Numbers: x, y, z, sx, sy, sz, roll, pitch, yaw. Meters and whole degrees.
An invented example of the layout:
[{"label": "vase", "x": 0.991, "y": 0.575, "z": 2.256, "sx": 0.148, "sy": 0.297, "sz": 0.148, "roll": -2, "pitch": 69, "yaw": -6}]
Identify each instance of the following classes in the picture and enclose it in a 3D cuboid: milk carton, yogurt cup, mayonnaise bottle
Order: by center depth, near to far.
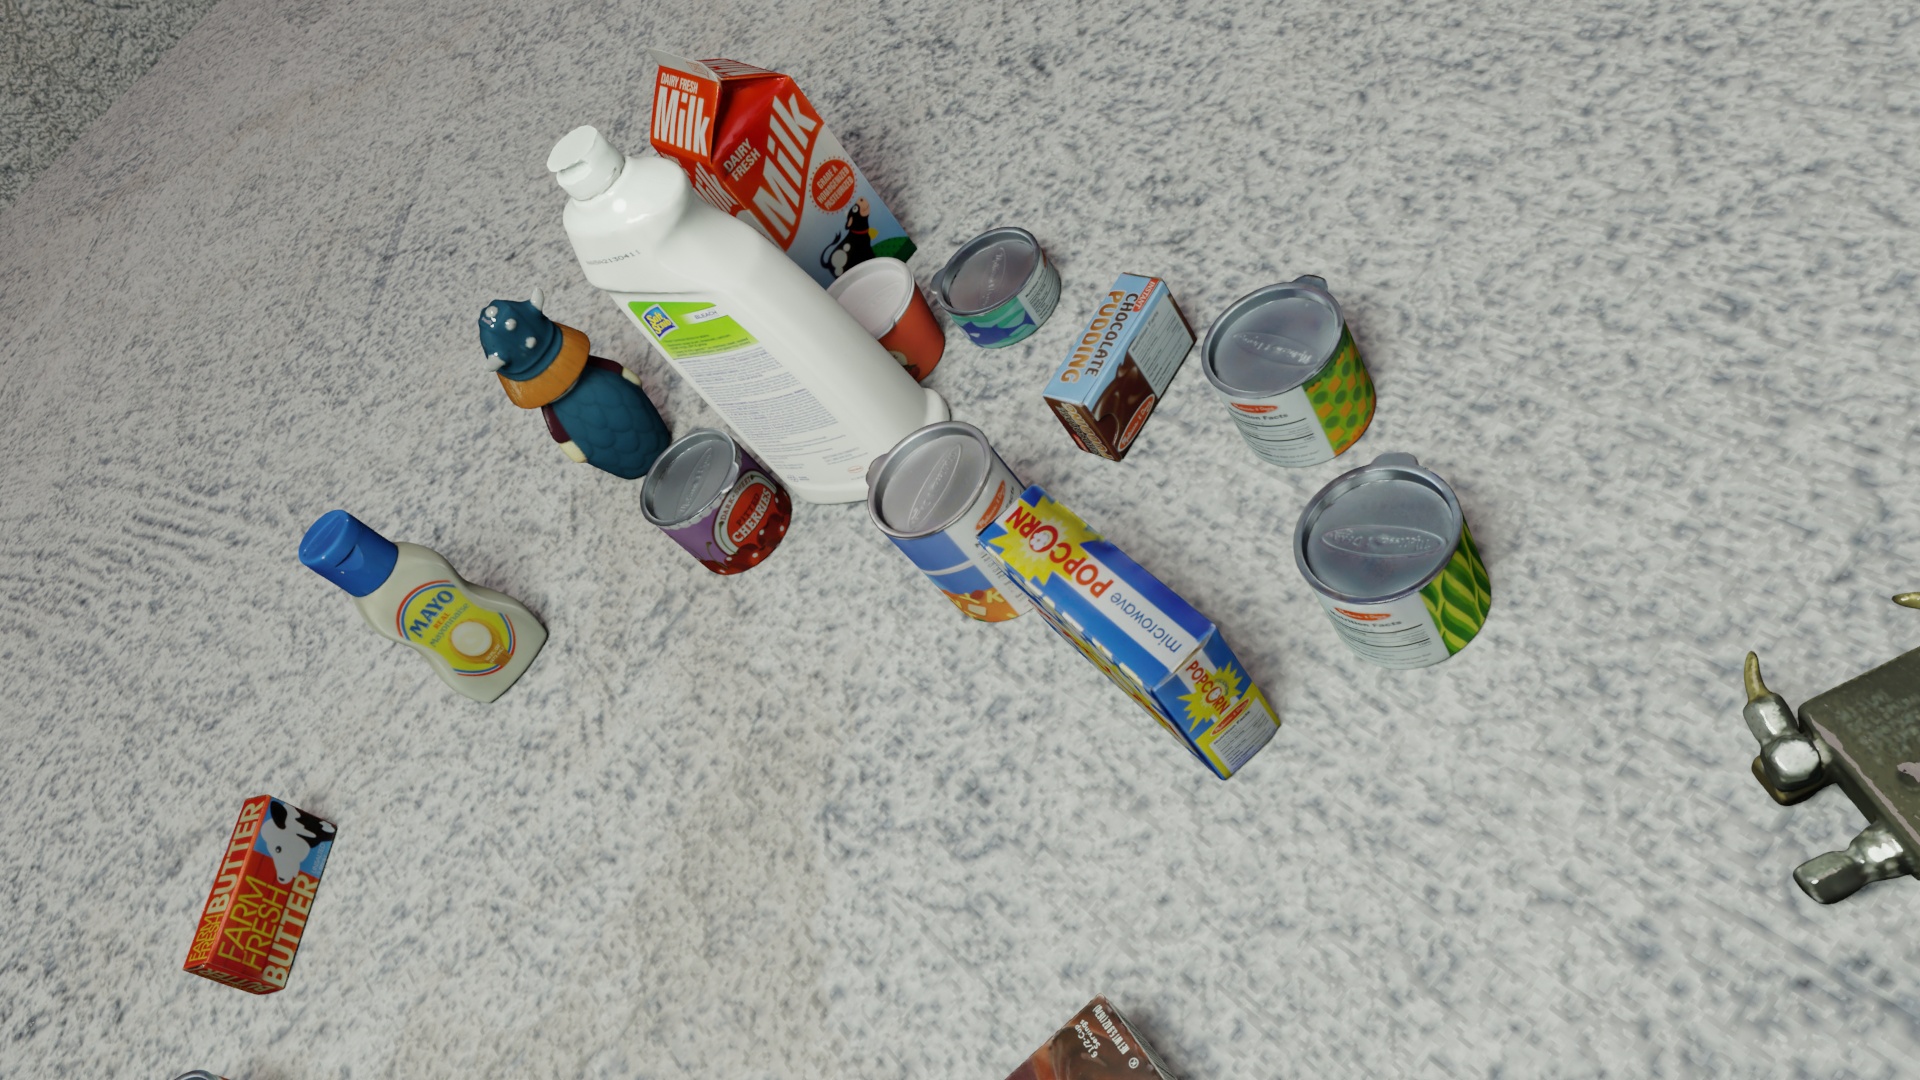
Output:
[{"label": "mayonnaise bottle", "x": -0.312, "y": 0.036, "z": 0.806, "sx": 0.041, "sy": 0.147, "sz": 0.065, "roll": 29, "pitch": 77, "yaw": 43}, {"label": "yogurt cup", "x": -0.045, "y": -0.124, "z": 0.815, "sx": 0.072, "sy": 0.053, "sz": 0.073, "roll": -18, "pitch": 50, "yaw": 22}, {"label": "milk carton", "x": -0.115, "y": -0.220, "z": 0.837, "sx": 0.072, "sy": 0.190, "sz": 0.073, "roll": 30, "pitch": 77, "yaw": 44}]

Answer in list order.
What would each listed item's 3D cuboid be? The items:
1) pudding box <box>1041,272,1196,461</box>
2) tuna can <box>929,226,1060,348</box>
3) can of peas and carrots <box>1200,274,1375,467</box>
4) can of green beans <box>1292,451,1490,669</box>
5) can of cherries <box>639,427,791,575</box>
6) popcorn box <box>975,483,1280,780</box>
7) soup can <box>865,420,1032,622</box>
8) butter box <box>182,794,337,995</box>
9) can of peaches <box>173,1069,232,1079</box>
[{"label": "pudding box", "x": 0.082, "y": -0.089, "z": 0.708, "sx": 0.030, "sy": 0.049, "sz": 0.084, "roll": 19, "pitch": 70, "yaw": 41}, {"label": "tuna can", "x": 0.020, "y": -0.145, "z": 0.803, "sx": 0.071, "sy": 0.032, "sz": 0.071, "roll": -18, "pitch": 50, "yaw": 22}, {"label": "can of peas and carrots", "x": 0.154, "y": -0.078, "z": 0.645, "sx": 0.071, "sy": 0.058, "sz": 0.071, "roll": -18, "pitch": 50, "yaw": 22}, {"label": "can of green beans", "x": 0.176, "y": 0.011, "z": 0.565, "sx": 0.071, "sy": 0.057, "sz": 0.071, "roll": -18, "pitch": 50, "yaw": 22}, {"label": "can of cherries", "x": -0.138, "y": -0.021, "z": 0.796, "sx": 0.071, "sy": 0.058, "sz": 0.072, "roll": -18, "pitch": 50, "yaw": 22}, {"label": "popcorn box", "x": 0.071, "y": 0.038, "z": 0.595, "sx": 0.038, "sy": 0.085, "sz": 0.127, "roll": -45, "pitch": 45, "yaw": -3}, {"label": "soup can", "x": 0.002, "y": -0.008, "z": 0.676, "sx": 0.071, "sy": 0.083, "sz": 0.072, "roll": -18, "pitch": 50, "yaw": 22}, {"label": "butter box", "x": -0.405, "y": 0.205, "z": 0.808, "sx": 0.024, "sy": 0.053, "sz": 0.104, "roll": -15, "pitch": 51, "yaw": 25}, {"label": "can of peaches", "x": -0.379, "y": 0.313, "z": 0.706, "sx": 0.071, "sy": 0.058, "sz": 0.071, "roll": -18, "pitch": 50, "yaw": 22}]
